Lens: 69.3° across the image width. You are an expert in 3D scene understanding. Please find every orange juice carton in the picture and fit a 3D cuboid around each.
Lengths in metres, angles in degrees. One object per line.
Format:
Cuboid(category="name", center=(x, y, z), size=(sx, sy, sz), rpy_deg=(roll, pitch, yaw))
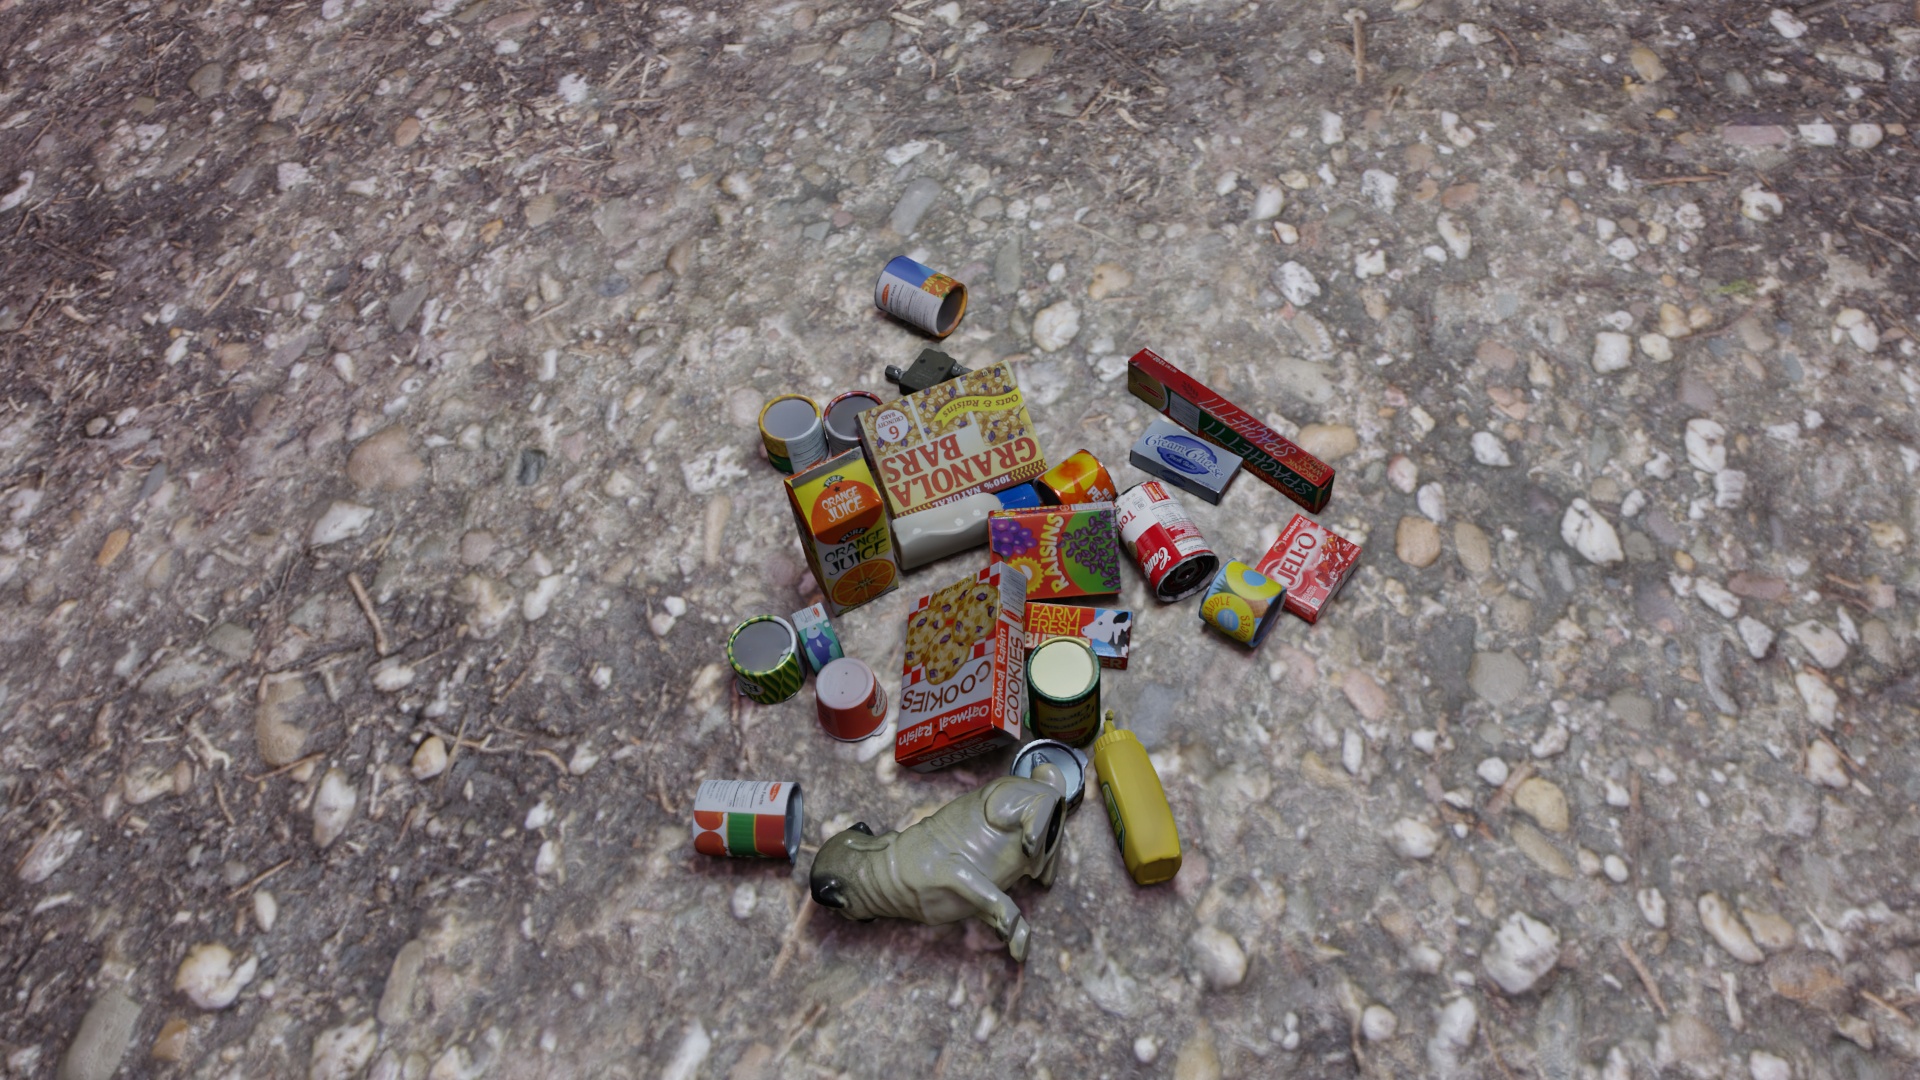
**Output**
Cuboid(category="orange juice carton", center=(-0.113, -0.016, 1.308), size=(0.072, 0.191, 0.073), rpy_deg=(-25, 58, -12))

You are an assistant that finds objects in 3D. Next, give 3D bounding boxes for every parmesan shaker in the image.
Cuboid(category="parmesan shaker", center=(0.089, 0.138, 1.238), size=(0.071, 0.102, 0.071), rpy_deg=(-3, 56, 4))

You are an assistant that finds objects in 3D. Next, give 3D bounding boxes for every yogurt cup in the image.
Cuboid(category="yogurt cup", center=(-0.103, 0.144, 1.282), size=(0.072, 0.053, 0.073), rpy_deg=(-3, 55, 4))

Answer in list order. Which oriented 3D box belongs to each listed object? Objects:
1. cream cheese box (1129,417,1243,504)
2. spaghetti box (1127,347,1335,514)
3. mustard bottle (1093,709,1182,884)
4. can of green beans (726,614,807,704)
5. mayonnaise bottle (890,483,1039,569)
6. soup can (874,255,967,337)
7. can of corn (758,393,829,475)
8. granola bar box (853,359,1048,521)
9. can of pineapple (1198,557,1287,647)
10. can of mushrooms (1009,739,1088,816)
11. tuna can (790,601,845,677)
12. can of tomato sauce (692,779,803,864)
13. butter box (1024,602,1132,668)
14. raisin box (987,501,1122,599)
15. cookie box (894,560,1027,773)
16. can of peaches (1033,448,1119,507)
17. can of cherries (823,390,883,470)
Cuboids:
Cuboid(category="cream cheese box", center=(0.231, -0.082, 1.421), size=(0.104, 0.024, 0.053), rpy_deg=(28, 62, 22))
Cuboid(category="spaghetti box", center=(0.274, -0.114, 1.423), size=(0.250, 0.050, 0.029), rpy_deg=(38, 68, 26))
Cuboid(category="mustard bottle", center=(0.147, 0.216, 1.207), size=(0.049, 0.065, 0.161), rpy_deg=(-10, 50, -8))
Cuboid(category="can of green beans", center=(-0.182, 0.112, 1.309), size=(0.071, 0.057, 0.071), rpy_deg=(-3, 56, 4))
Cuboid(category="mayonnaise bottle", center=(0.005, -0.017, 1.378), size=(0.148, 0.064, 0.041), rpy_deg=(-19, 63, -12))
Cuboid(category="soup can", center=(-0.042, -0.274, 1.553), size=(0.084, 0.071, 0.071), rpy_deg=(29, 63, 22))
Cuboid(category="can of corn", center=(-0.177, -0.113, 1.461), size=(0.071, 0.058, 0.071), rpy_deg=(-2, 56, 4))
Cuboid(category="granola bar box", center=(-0.009, -0.098, 1.408), size=(0.166, 0.039, 0.124), rpy_deg=(-21, 93, -9))
Cuboid(category="can of pineapple", center=(0.263, 0.059, 1.296), size=(0.058, 0.070, 0.071), rpy_deg=(31, 64, 23))
Cuboid(category="can of mushrooms", center=(0.080, 0.212, 1.231), size=(0.071, 0.033, 0.071), rpy_deg=(-3, 55, 4))
Cuboid(category="tuna can", center=(-0.133, 0.096, 1.313), size=(0.033, 0.070, 0.071), rpy_deg=(-23, 57, -8))
Cuboid(category="can of tomato sauce", center=(-0.185, 0.246, 1.216), size=(0.083, 0.071, 0.071), rpy_deg=(1, 56, 7))
Cuboid(category="butter box", center=(0.109, 0.089, 1.317), size=(0.103, 0.024, 0.053), rpy_deg=(4, 56, 8))
Cuboid(category="raisin box", center=(0.090, 0.011, 1.335), size=(0.123, 0.086, 0.040), rpy_deg=(-4, 13, 3))
Cuboid(category="cookie box", center=(0.000, 0.116, 1.260), size=(0.122, 0.040, 0.168), rpy_deg=(-26, 46, 38))
Cuboid(category="can of peaches", center=(0.115, -0.048, 1.383), size=(0.058, 0.071, 0.071), rpy_deg=(-32, 59, -15))
Cuboid(category="can of cherries", center=(-0.106, -0.116, 1.456), size=(0.071, 0.058, 0.072), rpy_deg=(-3, 56, 4))
